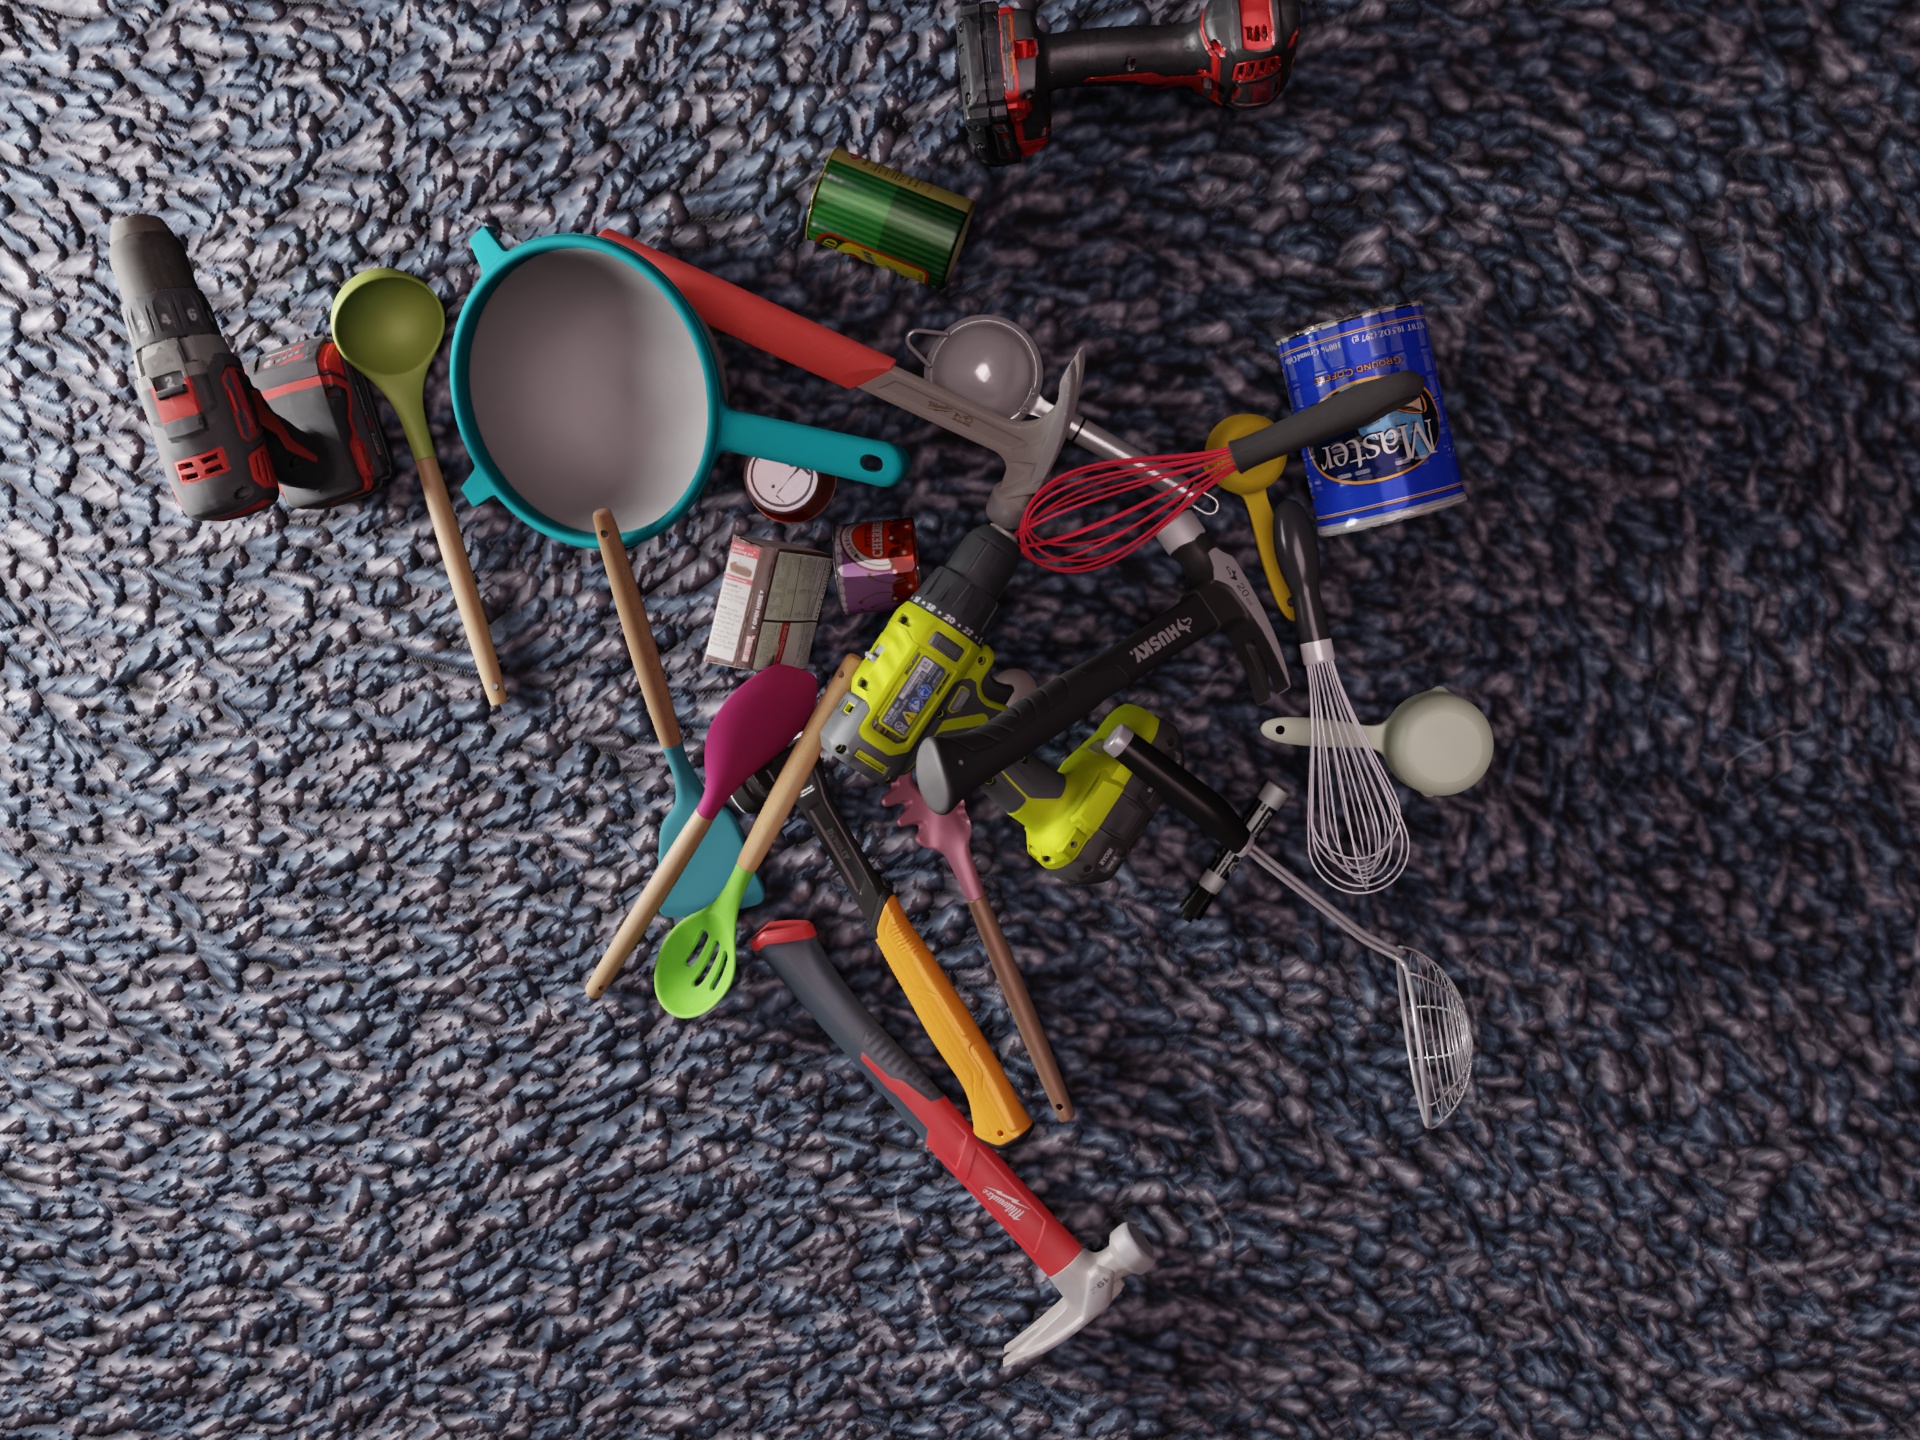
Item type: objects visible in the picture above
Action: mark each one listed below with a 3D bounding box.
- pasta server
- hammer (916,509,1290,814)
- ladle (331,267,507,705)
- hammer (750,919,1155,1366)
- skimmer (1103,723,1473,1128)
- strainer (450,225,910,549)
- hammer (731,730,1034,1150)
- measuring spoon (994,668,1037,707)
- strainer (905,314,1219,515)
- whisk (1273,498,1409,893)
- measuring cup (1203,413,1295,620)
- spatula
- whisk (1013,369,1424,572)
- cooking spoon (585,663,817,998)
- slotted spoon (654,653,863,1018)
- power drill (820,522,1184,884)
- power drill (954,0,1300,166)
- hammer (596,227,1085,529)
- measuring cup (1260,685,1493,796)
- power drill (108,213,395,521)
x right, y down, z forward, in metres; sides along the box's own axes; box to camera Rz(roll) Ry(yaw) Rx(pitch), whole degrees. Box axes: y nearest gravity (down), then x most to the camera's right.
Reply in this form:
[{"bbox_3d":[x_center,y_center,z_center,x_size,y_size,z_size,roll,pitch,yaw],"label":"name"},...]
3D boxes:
[{"bbox_3d":[0.020,0.159,1.183,0.060,0.040,0.316,-20,97,21],"label":"pasta server"},{"bbox_3d":[0.094,-0.023,1.049,0.335,0.035,0.146,-32,86,-39],"label":"hammer"},{"bbox_3d":[-0.377,-0.165,1.150,0.078,0.062,0.320,-18,100,-24],"label":"ladle"},{"bbox_3d":[-0.031,0.310,1.201,0.143,0.038,0.386,-41,94,7],"label":"hammer"},{"bbox_3d":[0.225,0.143,1.114,0.363,0.127,0.090,39,112,-8],"label":"skimmer"},{"bbox_3d":[-0.182,-0.215,1.094,0.340,0.095,0.211,15,112,15],"label":"strainer"},{"bbox_3d":[-0.037,0.157,1.153,0.127,0.034,0.337,-31,89,25],"label":"hammer"},{"bbox_3d":[-0.002,-0.004,1.174,0.124,0.018,0.034,-22,95,5],"label":"measuring spoon"},{"bbox_3d":[0.075,-0.216,1.140,0.258,0.050,0.087,29,91,-5],"label":"strainer"},{"bbox_3d":[0.258,-0.017,1.126,0.070,0.070,0.284,-12,90,3],"label":"whisk"},{"bbox_3d":[0.222,-0.145,1.144,0.062,0.029,0.156,-21,98,-8],"label":"measuring cup"},{"bbox_3d":[-0.214,-0.001,1.139,0.082,0.044,0.317,-9,119,6],"label":"spatula"},{"bbox_3d":[0.166,-0.169,1.070,0.296,0.073,0.073,-20,96,20],"label":"whisk"},{"bbox_3d":[-0.196,0.086,1.149,0.068,0.017,0.318,16,119,-38],"label":"cooking spoon"},{"bbox_3d":[-0.142,0.086,1.146,0.070,0.031,0.313,40,113,28],"label":"slotted spoon"},{"bbox_3d":[0.040,-0.007,1.108,0.228,0.080,0.190,34,88,-21],"label":"power drill"},{"bbox_3d":[0.114,-0.437,1.069,0.219,0.143,0.078,-5,92,9],"label":"power drill"},{"bbox_3d":[-0.093,-0.265,1.112,0.359,0.037,0.149,26,136,3],"label":"hammer"},{"bbox_3d":[0.304,0.014,1.157,0.167,0.038,0.083,5,96,0],"label":"measuring cup"},{"bbox_3d":[-0.475,-0.226,1.058,0.080,0.227,0.188,-17,96,3],"label":"power drill"}]
